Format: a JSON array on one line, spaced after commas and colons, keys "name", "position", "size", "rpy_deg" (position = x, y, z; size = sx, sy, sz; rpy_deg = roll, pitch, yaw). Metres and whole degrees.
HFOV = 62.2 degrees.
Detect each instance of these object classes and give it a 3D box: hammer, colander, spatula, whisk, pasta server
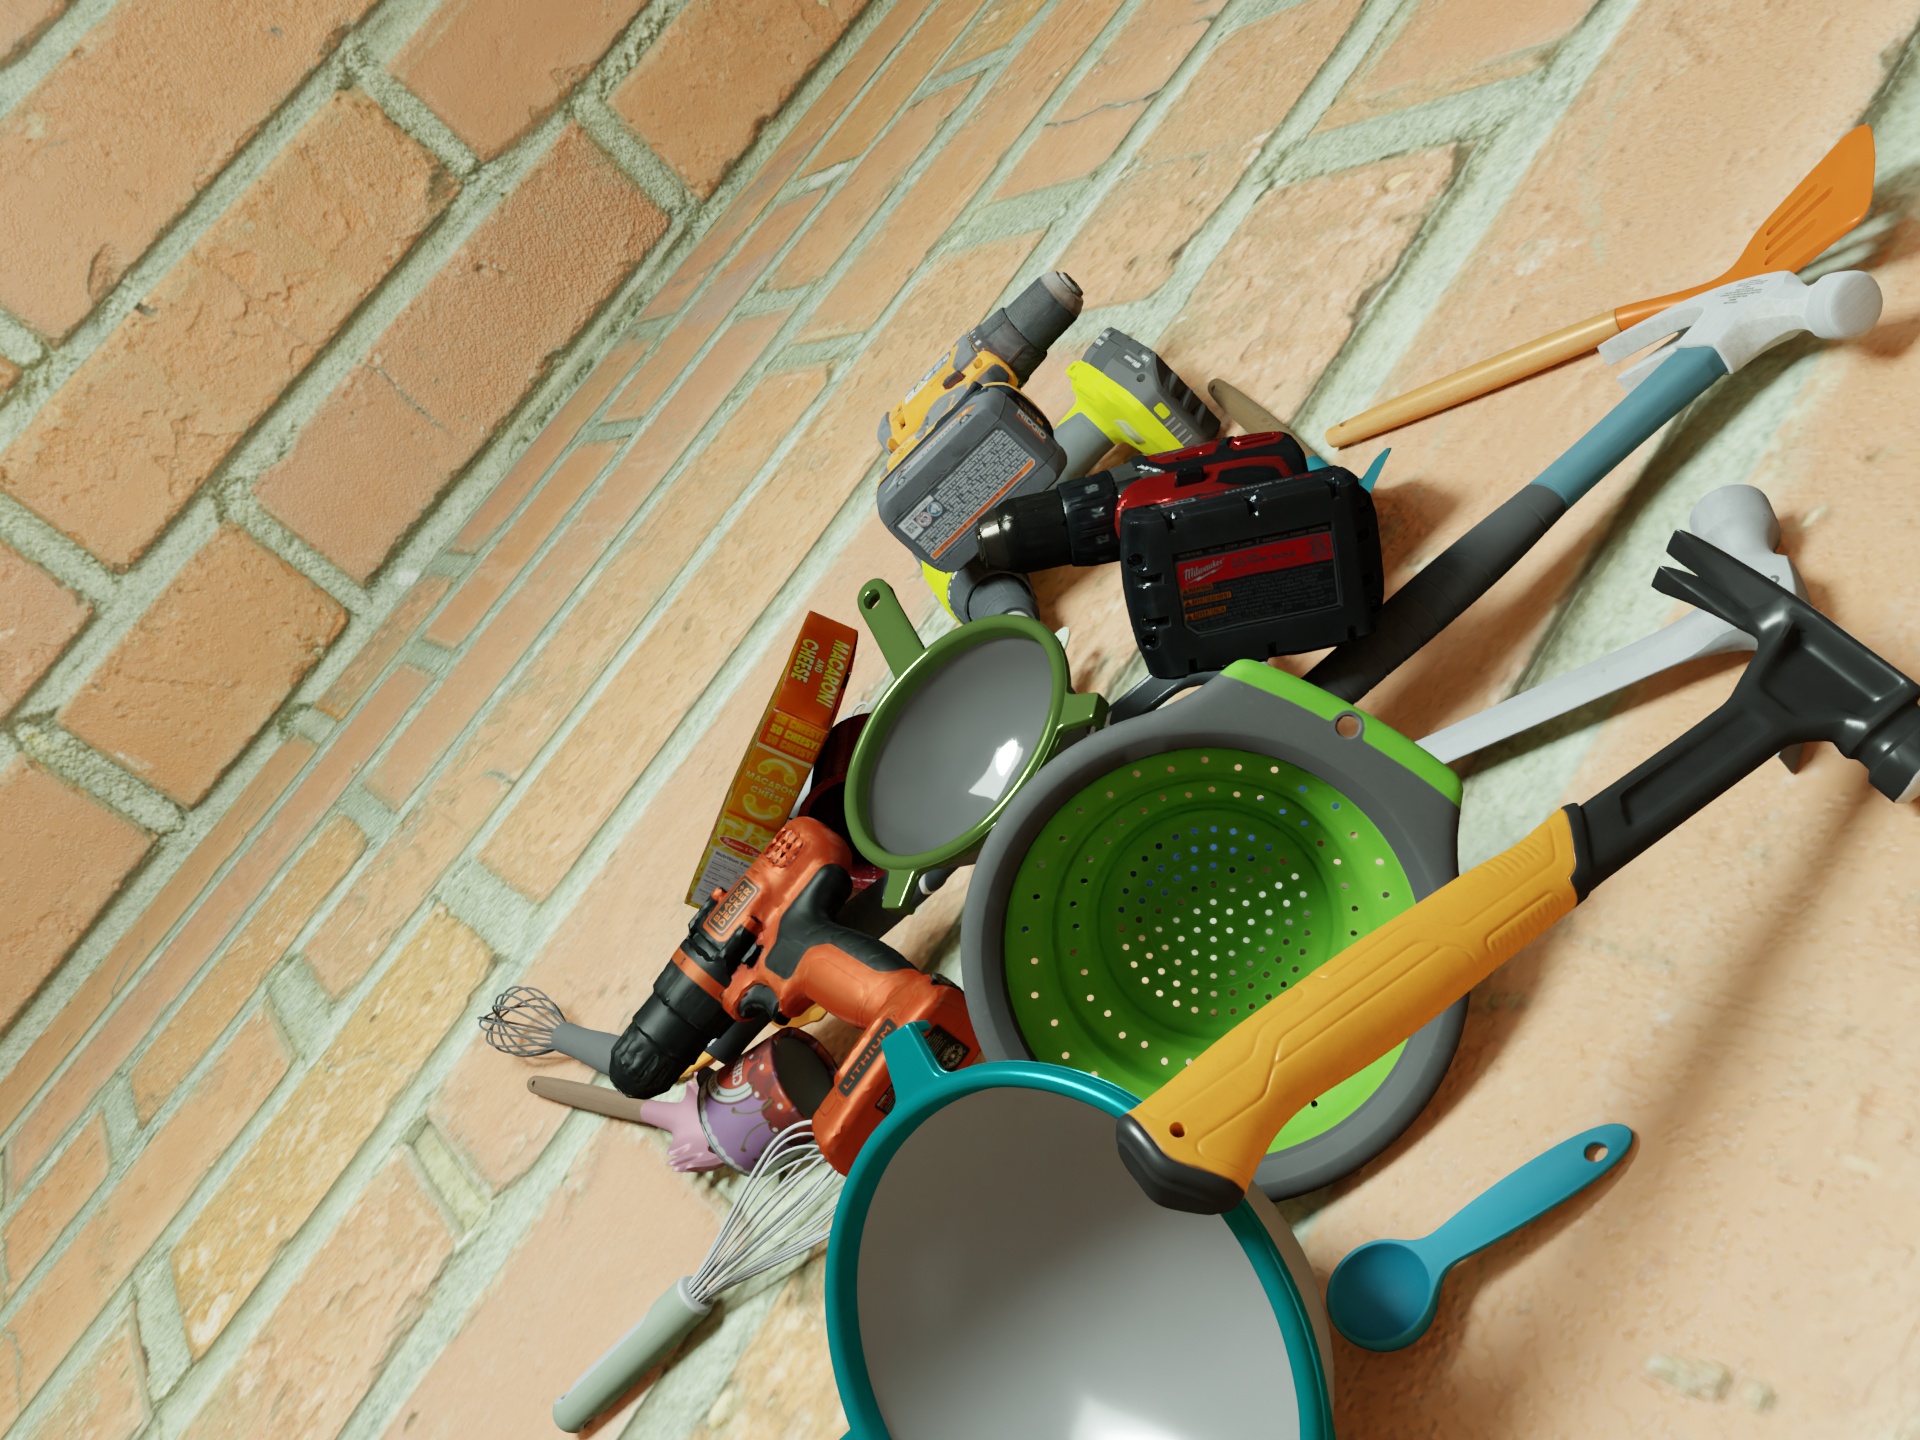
[{"name": "hammer", "position": [-0.003, 0.068, 0.901], "size": [0.409, 0.036, 0.149], "rpy_deg": [-39, 37, 14]}, {"name": "colander", "position": [0.068, 0.165, 0.694], "size": [0.397, 0.204, 0.094], "rpy_deg": [-61, -8, 8]}, {"name": "spatula", "position": [0.333, -0.215, 0.868], "size": [0.322, 0.041, 0.081], "rpy_deg": [-18, 38, 44]}, {"name": "hammer", "position": [0.188, 0.053, 0.550], "size": [0.337, 0.034, 0.127], "rpy_deg": [-31, 59, -17]}, {"name": "whisk", "position": [-0.138, 0.304, 0.856], "size": [0.246, 0.059, 0.058], "rpy_deg": [-45, -9, 13]}, {"name": "whisk", "position": [-0.283, 0.232, 1.152], "size": [0.239, 0.055, 0.055], "rpy_deg": [2, 55, 49]}, {"name": "pasta server", "position": [-0.223, 0.252, 1.045], "size": [0.316, 0.040, 0.060], "rpy_deg": [-8, 62, 52]}, {"name": "hammer", "position": [0.193, 0.032, 0.752], "size": [0.405, 0.035, 0.144], "rpy_deg": [-29, 33, 31]}, {"name": "hammer", "position": [0.270, -0.097, 0.760], "size": [0.331, 0.033, 0.128], "rpy_deg": [-41, 17, -1]}, {"name": "spatula", "position": [0.201, -0.170, 0.989], "size": [0.318, 0.044, 0.082], "rpy_deg": [-112, 41, -61]}]

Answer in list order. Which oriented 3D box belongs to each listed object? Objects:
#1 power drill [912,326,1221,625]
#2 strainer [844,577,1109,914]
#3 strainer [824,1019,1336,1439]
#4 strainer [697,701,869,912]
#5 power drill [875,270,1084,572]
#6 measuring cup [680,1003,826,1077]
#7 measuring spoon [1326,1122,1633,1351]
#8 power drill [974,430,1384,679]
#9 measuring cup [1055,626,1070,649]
[{"name": "power drill", "position": [0.069, -0.157, 1.121], "size": [0.228, 0.080, 0.191], "rpy_deg": [-46, 27, 8]}, {"name": "strainer", "position": [-0.001, -0.003, 0.875], "size": [0.151, 0.069, 0.257], "rpy_deg": [-46, 34, 11]}, {"name": "strainer", "position": [0.107, 0.237, 0.554], "size": [0.340, 0.095, 0.211], "rpy_deg": [14, 101, 35]}, {"name": "strainer", "position": [-0.126, 0.083, 1.127], "size": [0.087, 0.050, 0.259], "rpy_deg": [-2, 48, 41]}, {"name": "power drill", "position": [0.020, -0.218, 1.111], "size": [0.185, 0.084, 0.226], "rpy_deg": [-42, 23, 20]}, {"name": "measuring cup", "position": [-0.142, 0.170, 1.019], "size": [0.173, 0.052, 0.095], "rpy_deg": [-38, 29, 13]}, {"name": "measuring spoon", "position": [0.193, 0.189, 0.580], "size": [0.128, 0.021, 0.042], "rpy_deg": [-35, 29, 4]}, {"name": "power drill", "position": [0.106, -0.093, 0.820], "size": [0.188, 0.080, 0.227], "rpy_deg": [-11, 19, 1]}, {"name": "measuring cup", "position": [0.048, 0.013, 0.976], "size": [0.083, 0.038, 0.168], "rpy_deg": [-16, 39, 44]}]
